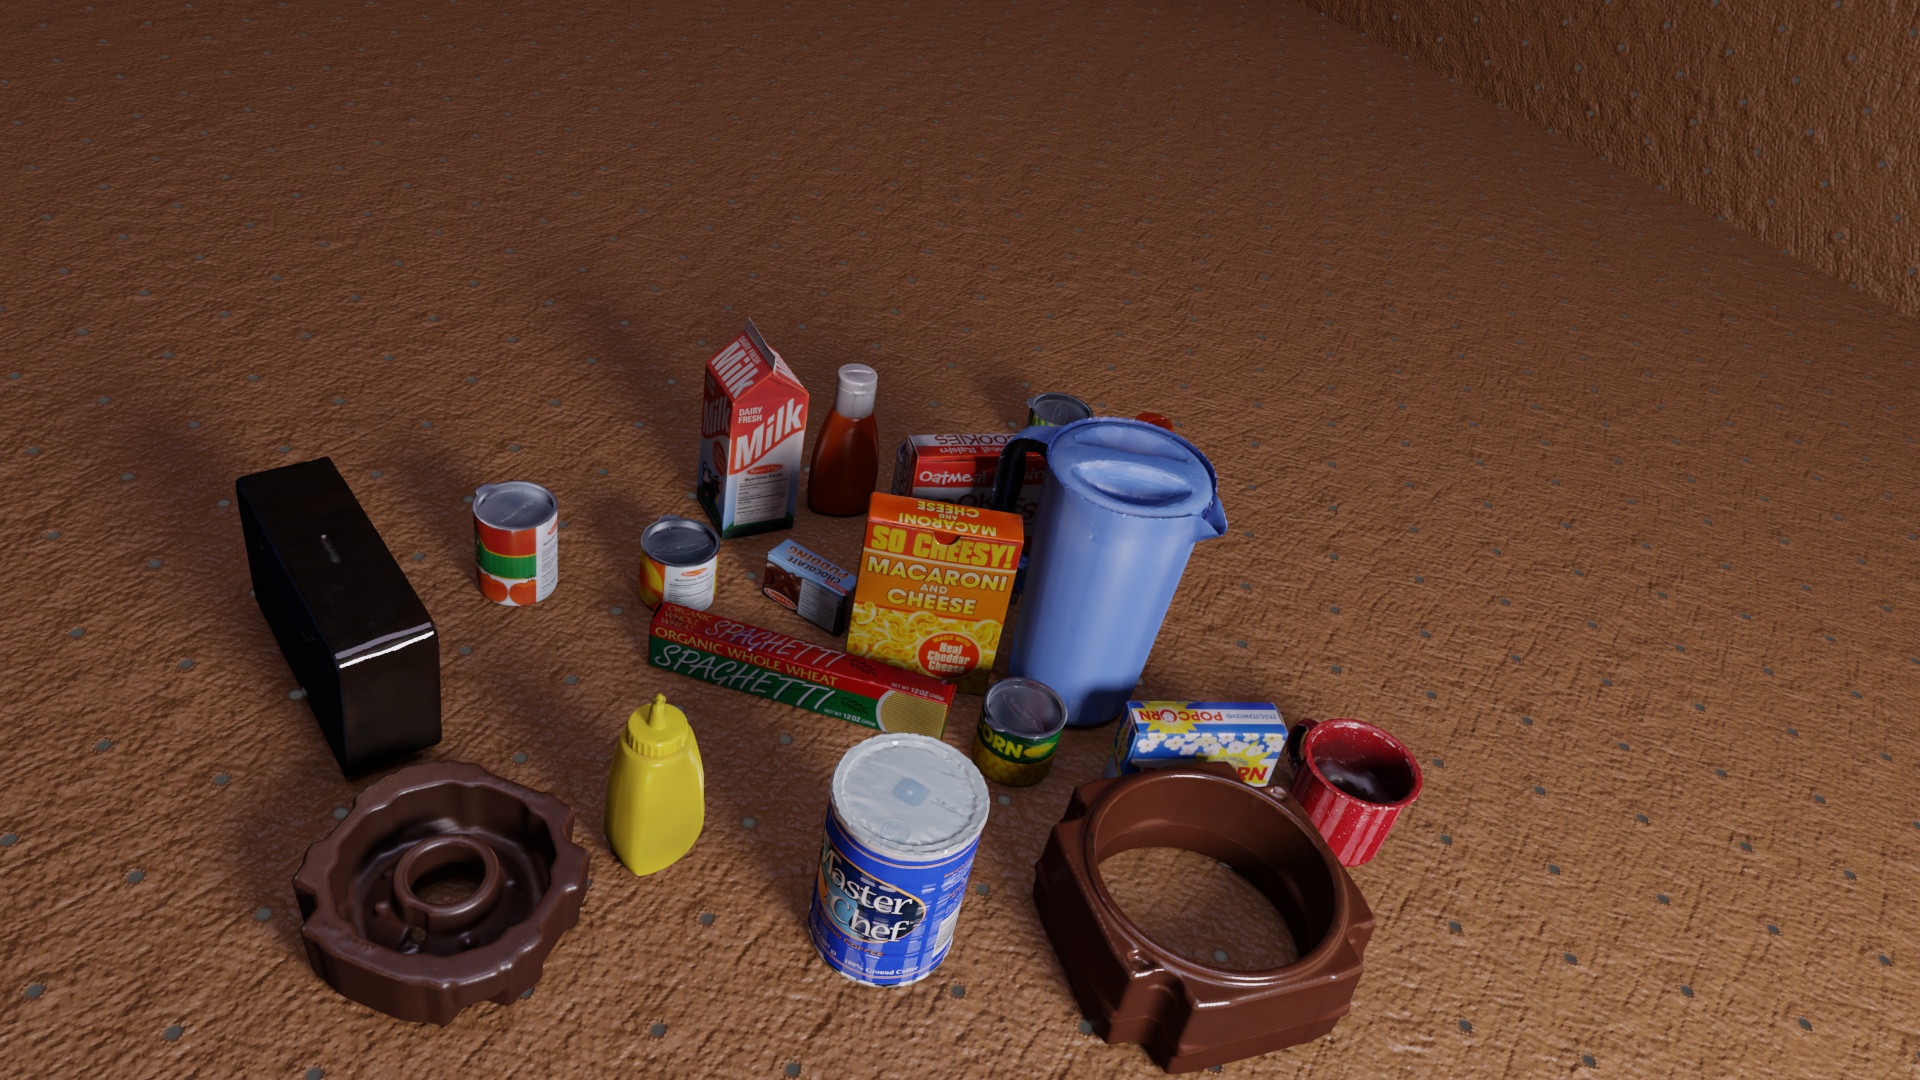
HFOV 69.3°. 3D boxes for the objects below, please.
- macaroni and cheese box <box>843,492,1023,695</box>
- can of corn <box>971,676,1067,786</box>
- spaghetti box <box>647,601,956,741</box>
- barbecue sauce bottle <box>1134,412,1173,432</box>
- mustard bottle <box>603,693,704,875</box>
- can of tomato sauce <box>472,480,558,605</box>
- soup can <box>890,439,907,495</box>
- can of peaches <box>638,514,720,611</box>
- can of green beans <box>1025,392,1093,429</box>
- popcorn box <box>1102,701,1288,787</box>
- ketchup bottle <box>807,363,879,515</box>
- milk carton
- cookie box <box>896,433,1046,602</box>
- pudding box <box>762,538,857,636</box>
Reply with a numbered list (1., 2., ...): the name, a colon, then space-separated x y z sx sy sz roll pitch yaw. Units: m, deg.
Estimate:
1. macaroni and cheese box: -0.024 0.047 1.123 0.124 0.165 0.040 8 37 -5
2. can of corn: 0.044 0.152 1.095 0.071 0.058 0.071 8 37 -6
3. spaghetti box: -0.130 0.106 1.111 0.250 0.049 0.029 15 37 4
4. barbecue sauce bottle: 0.166 -0.051 1.317 0.065 0.147 0.044 -21 48 -36
5. mustard bottle: -0.205 0.156 0.935 0.065 0.159 0.049 -25 51 -39
6. can of tomato sauce: -0.370 0.002 1.151 0.071 0.082 0.071 8 37 -6
7. soup can: -0.031 -0.047 1.310 0.071 0.083 0.072 8 37 -6
8. can of peaches: -0.240 0.021 1.183 0.071 0.057 0.071 8 37 -6
9. can of green beans: 0.101 -0.114 1.455 0.071 0.057 0.071 8 37 -6
10. popcorn box: 0.183 0.169 1.091 0.127 0.084 0.038 2 38 -13
11. ketchup bottle: -0.104 -0.093 1.294 0.065 0.148 0.044 -1 39 -17
12. milk carton: -0.187 -0.101 1.247 0.074 0.189 0.072 -11 43 -28
13. cookie box: 0.004 -0.015 1.210 0.123 0.166 0.040 -3 39 -19
14. pudding box: -0.128 0.040 1.198 0.084 0.049 0.030 27 40 19
